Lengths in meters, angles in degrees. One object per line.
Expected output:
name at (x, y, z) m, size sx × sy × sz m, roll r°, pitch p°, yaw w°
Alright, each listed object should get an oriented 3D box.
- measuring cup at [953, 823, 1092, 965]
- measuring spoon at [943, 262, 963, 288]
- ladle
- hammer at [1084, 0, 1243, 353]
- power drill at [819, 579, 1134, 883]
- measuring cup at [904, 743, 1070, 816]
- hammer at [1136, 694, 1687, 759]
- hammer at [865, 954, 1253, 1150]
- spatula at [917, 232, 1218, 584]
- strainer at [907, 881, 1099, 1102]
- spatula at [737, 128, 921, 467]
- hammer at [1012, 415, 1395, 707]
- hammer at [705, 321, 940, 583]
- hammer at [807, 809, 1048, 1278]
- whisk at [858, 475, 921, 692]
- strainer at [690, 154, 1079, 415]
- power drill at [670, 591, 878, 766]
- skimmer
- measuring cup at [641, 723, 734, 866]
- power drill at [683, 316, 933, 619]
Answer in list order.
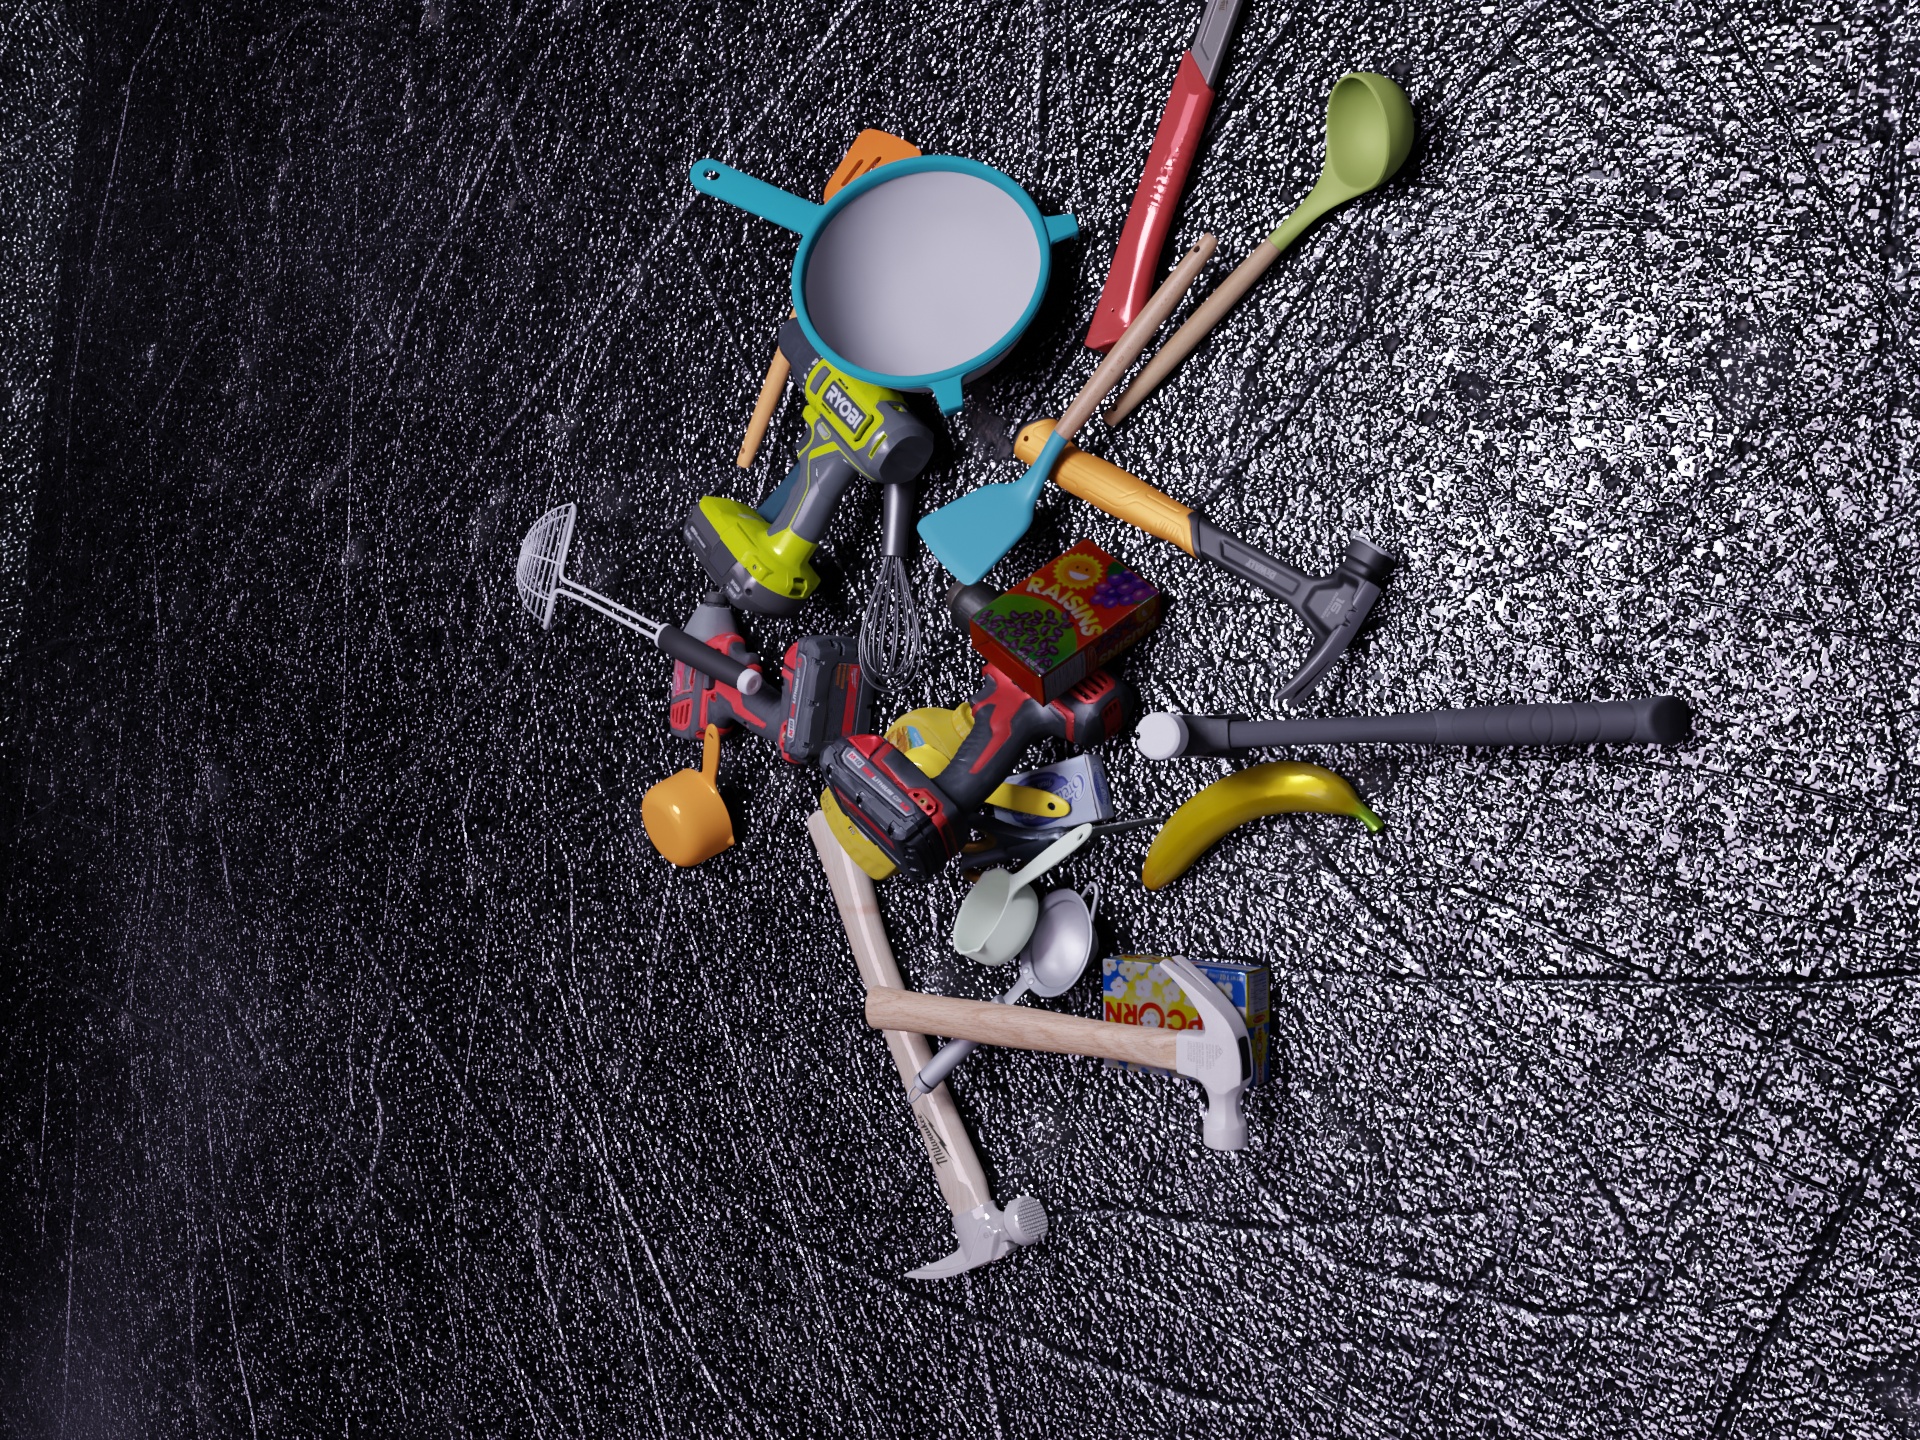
measuring cup at (0.059, 0.135, 1.252) m, size 0.167 × 0.038 × 0.083 m, roll -42°, pitch 27°, yaw 33°
measuring spoon at (-0.040, -0.359, 1.387) m, size 0.117 × 0.011 × 0.021 m, roll -36°, pitch 68°, yaw 33°
ladle at (0.204, -0.332, 1.161) m, size 0.320 × 0.062 × 0.078 m, roll -45°, pitch 56°, yaw 33°
hammer at (0.162, -0.457, 1.209) m, size 0.149 × 0.036 × 0.359 m, roll 29°, pitch 107°, yaw 36°
power drill at (-0.002, -0.004, 1.246) m, size 0.227 × 0.080 × 0.188 m, roll -39°, pitch 60°, yaw -15°
measuring cup at (0.011, 0.060, 1.273) m, size 0.156 × 0.029 × 0.062 m, roll 10°, pitch 110°, yaw 25°
hammer at (0.298, 0.006, 1.055) m, size 0.335 × 0.146 × 0.035 m, roll -2°, pitch 88°, yaw 28°
hammer at (0.065, 0.234, 1.211) m, size 0.331 × 0.031 × 0.130 m, roll 1°, pitch 93°, yaw 34°
spatula at (0.088, -0.241, 1.219) m, size 0.317 × 0.044 × 0.082 m, roll -52°, pitch 54°, yaw 19°
strainer at (0.039, 0.224, 1.275) m, size 0.258 × 0.050 × 0.087 m, roll -47°, pitch 38°, yaw 20°
spatula at (-0.132, -0.377, 1.437) m, size 0.081 × 0.041 × 0.322 m, roll 35°, pitch 109°, yaw 34°
hammer at (0.158, -0.142, 1.201) m, size 0.337 × 0.034 × 0.127 m, roll 37°, pitch 101°, yaw 35°
hammer at (-0.131, -0.237, 1.445) m, size 0.331 × 0.033 × 0.128 m, roll -44°, pitch 63°, yaw 30°
hammer at (-0.057, 0.270, 1.376) m, size 0.146 × 0.038 × 0.411 m, roll -36°, pitch 67°, yaw 35°
whisk at (-0.054, -0.143, 1.376) m, size 0.055 × 0.055 × 0.239 m, roll 1°, pitch 85°, yaw 39°
strainer at (-0.078, -0.377, 1.324) m, size 0.340 × 0.095 × 0.211 m, roll 29°, pitch 80°, yaw 19°
power drill at (-0.181, -0.038, 1.459) m, size 0.220 × 0.078 × 0.143 m, roll 12°, pitch 97°, yaw 41°
skimmer at (-0.302, -0.103, 1.511) m, size 0.363 × 0.090 × 0.127 m, roll 27°, pitch 107°, yaw 32°
measuring cup at (-0.255, 0.069, 1.484) m, size 0.095 × 0.052 × 0.173 m, roll 45°, pitch 143°, yaw 22°
power drill at (-0.142, -0.221, 1.385) m, size 0.228 × 0.080 × 0.191 m, roll -52°, pitch 59°, yaw 22°
